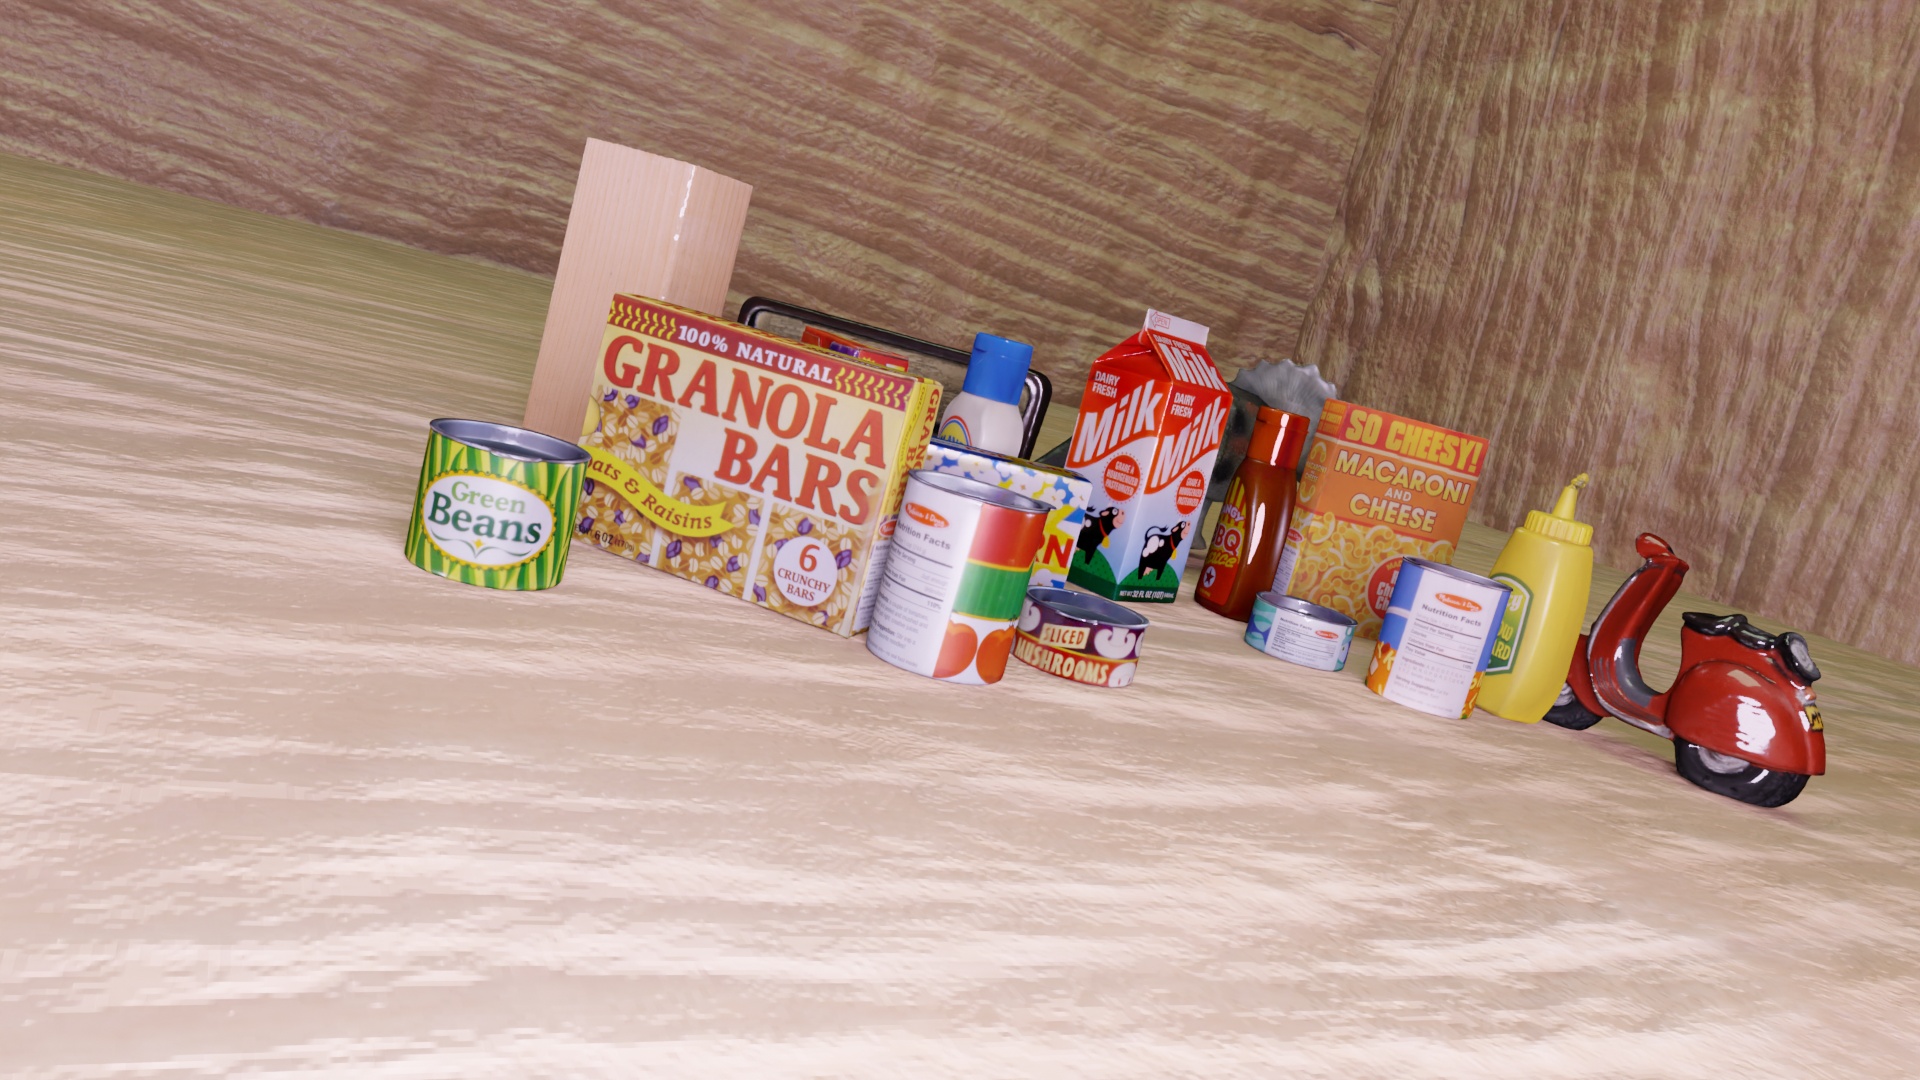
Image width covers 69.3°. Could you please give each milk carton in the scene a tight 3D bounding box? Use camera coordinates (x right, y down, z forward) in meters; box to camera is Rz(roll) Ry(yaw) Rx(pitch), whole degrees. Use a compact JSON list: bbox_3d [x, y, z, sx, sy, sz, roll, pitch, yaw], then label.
[{"bbox_3d":[0.124,-0.058,0.946,0.072,0.190,0.073,6,12,-46],"label":"milk carton"}]

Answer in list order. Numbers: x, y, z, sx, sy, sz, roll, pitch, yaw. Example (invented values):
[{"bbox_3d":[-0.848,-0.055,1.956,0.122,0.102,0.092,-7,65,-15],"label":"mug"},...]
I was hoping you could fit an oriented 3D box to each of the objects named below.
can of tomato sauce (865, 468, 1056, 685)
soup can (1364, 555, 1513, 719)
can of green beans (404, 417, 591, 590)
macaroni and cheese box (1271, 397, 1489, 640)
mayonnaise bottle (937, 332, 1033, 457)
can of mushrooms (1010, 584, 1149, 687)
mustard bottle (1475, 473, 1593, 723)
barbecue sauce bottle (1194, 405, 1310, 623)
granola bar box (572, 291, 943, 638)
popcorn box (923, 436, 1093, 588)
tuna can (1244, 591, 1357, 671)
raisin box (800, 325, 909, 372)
[{"bbox_3d":[0.000,0.016,0.633,0.071,0.083,0.071,15,9,-2],"label":"can of tomato sauce"},{"bbox_3d":[0.291,0.058,0.849,0.071,0.083,0.071,15,9,-2],"label":"soup can"},{"bbox_3d":[-0.196,-0.016,0.588,0.071,0.057,0.071,15,9,-2],"label":"can of green beans"},{"bbox_3d":[0.310,-0.012,1.043,0.124,0.166,0.040,13,9,-15],"label":"macaroni and cheese box"},{"bbox_3d":[0.008,-0.053,0.858,0.041,0.147,0.065,9,10,-33],"label":"mayonnaise bottle"},{"bbox_3d":[0.058,0.047,0.695,0.071,0.033,0.071,15,9,-2],"label":"can of mushrooms"},{"bbox_3d":[0.363,0.033,0.879,0.049,0.160,0.065,11,9,-24],"label":"mustard bottle"},{"bbox_3d":[0.208,-0.019,0.980,0.044,0.148,0.065,12,9,-17],"label":"barbecue sauce bottle"},{"bbox_3d":[-0.103,-0.038,0.666,0.166,0.124,0.039,18,9,18],"label":"granola bar box"},{"bbox_3d":[0.003,-0.010,0.789,0.127,0.085,0.038,13,9,-12],"label":"popcorn box"},{"bbox_3d":[0.218,0.058,0.895,0.071,0.032,0.071,15,9,-2],"label":"tuna can"},{"bbox_3d":[-0.080,-0.064,0.860,0.040,0.123,0.086,10,10,-31],"label":"raisin box"}]
